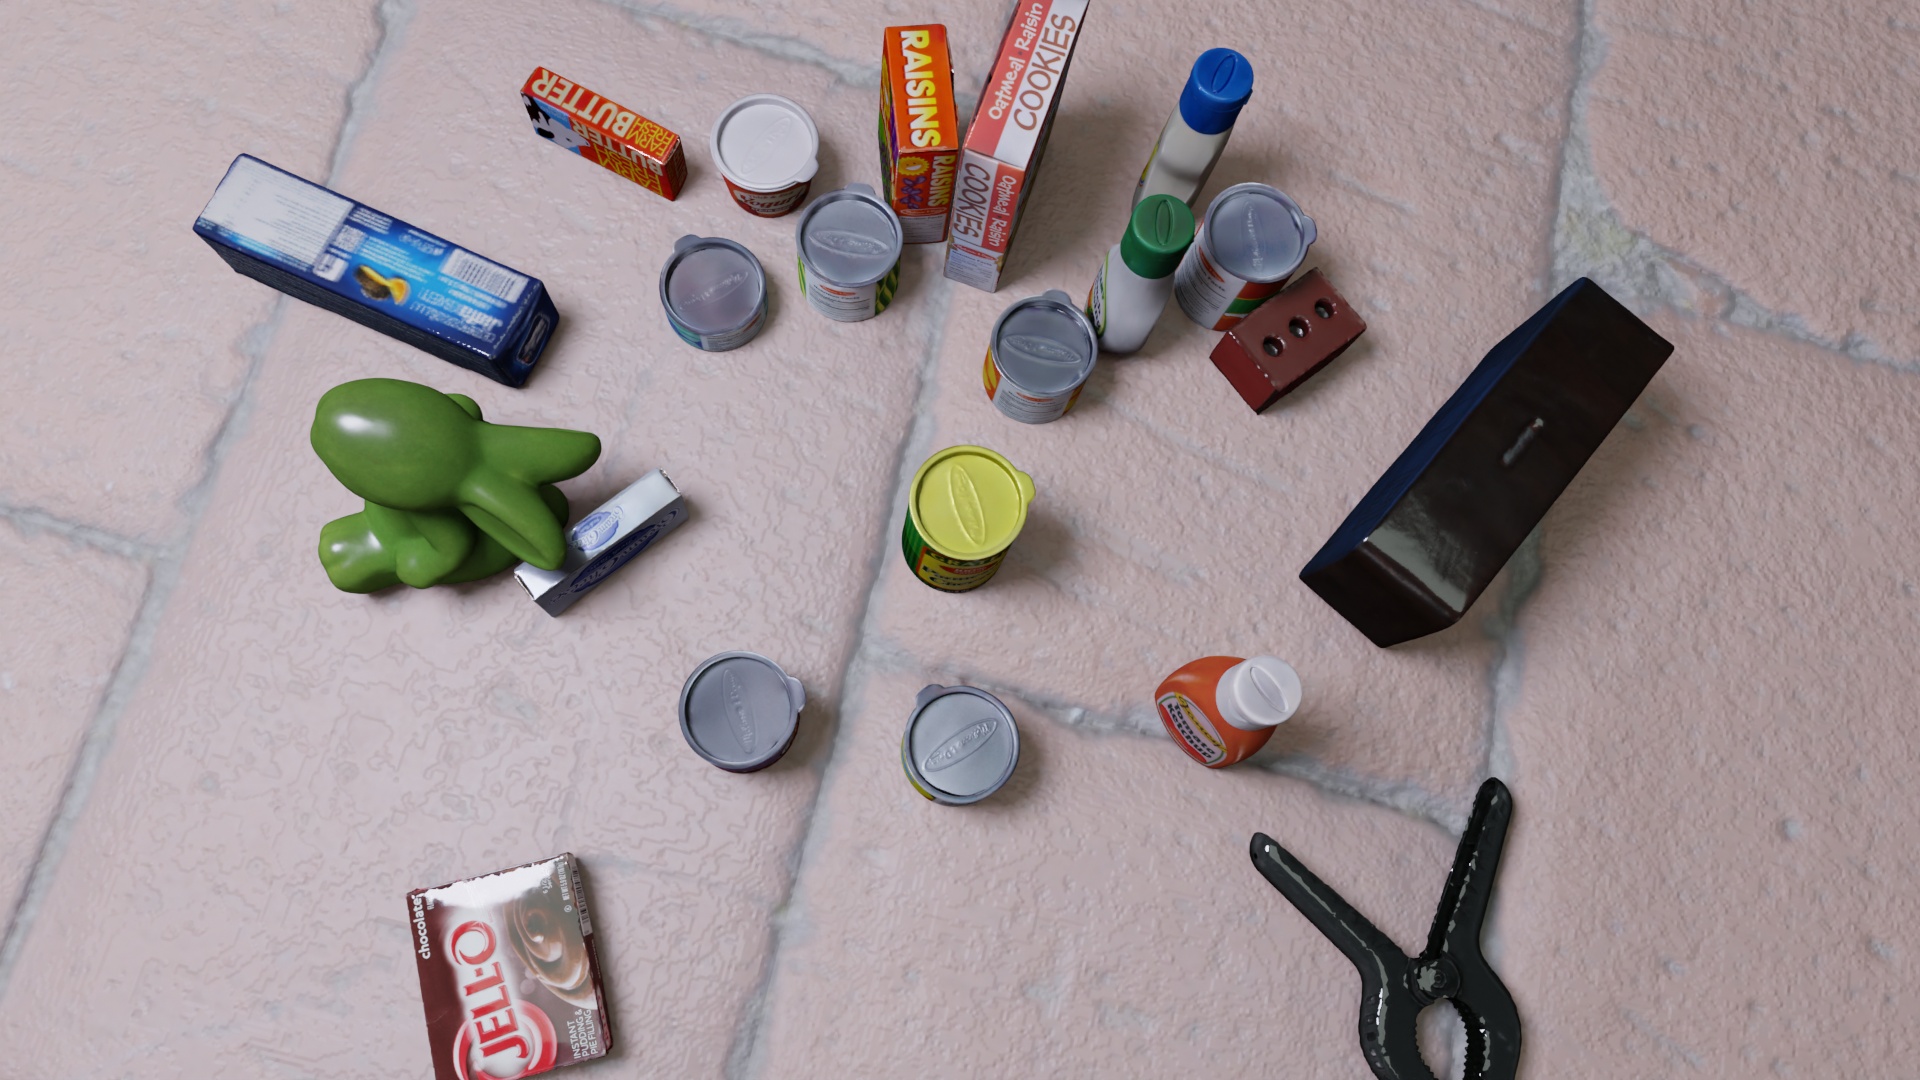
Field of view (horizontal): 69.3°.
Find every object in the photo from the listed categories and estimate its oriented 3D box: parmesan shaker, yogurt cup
[{"bbox_3d":[0.003,-0.010,0.817,0.071,0.103,0.071,1,76,-5],"label":"parmesan shaker"},{"bbox_3d":[-0.124,-0.243,0.890,0.072,0.054,0.072,1,76,-5],"label":"yogurt cup"}]

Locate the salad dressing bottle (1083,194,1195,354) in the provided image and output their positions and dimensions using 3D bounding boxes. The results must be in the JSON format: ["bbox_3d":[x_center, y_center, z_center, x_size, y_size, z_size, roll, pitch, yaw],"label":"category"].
[{"bbox_3d":[0.107,-0.160,0.841,0.044,0.147,0.064,6,76,-3],"label":"salad dressing bottle"}]

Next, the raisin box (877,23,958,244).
[{"bbox_3d":[-0.027,-0.249,0.864,0.040,0.123,0.086,-4,77,-6],"label":"raisin box"}]

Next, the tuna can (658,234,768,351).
[{"bbox_3d":[-0.156,-0.157,0.876,0.071,0.032,0.071,1,76,-5],"label":"tuna can"}]

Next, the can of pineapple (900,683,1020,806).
[{"bbox_3d":[-0.002,0.119,0.808,0.071,0.057,0.071,1,76,-5],"label":"can of pineapple"}]

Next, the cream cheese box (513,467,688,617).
[{"bbox_3d":[-0.210,0.001,0.821,0.104,0.053,0.024,-38,82,-13],"label":"cream cheese box"}]

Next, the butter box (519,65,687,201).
[{"bbox_3d":[-0.225,-0.259,0.886,0.103,0.053,0.024,27,76,2],"label":"butter box"}]

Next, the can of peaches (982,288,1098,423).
[{"bbox_3d":[0.049,-0.114,0.871,0.071,0.058,0.071,1,76,-5],"label":"can of peaches"}]

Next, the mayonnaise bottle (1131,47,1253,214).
[{"bbox_3d":[0.145,-0.251,0.867,0.041,0.147,0.065,27,76,2],"label":"mayonnaise bottle"}]

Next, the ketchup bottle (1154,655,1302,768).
[{"bbox_3d":[0.152,0.092,0.781,0.043,0.148,0.065,-36,82,-12],"label":"ketchup bottle"}]

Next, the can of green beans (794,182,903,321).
[{"bbox_3d":[-0.070,-0.179,0.877,0.071,0.057,0.071,1,76,-5],"label":"can of green beans"}]

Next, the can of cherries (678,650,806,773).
[{"bbox_3d":[-0.124,0.100,0.801,0.071,0.058,0.071,1,76,-5],"label":"can of cherries"}]

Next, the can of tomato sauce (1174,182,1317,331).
[{"bbox_3d":[0.179,-0.179,0.886,0.071,0.083,0.071,1,76,-5],"label":"can of tomato sauce"}]

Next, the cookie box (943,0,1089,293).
[{"bbox_3d":[0.030,-0.243,0.845,0.040,0.167,0.123,19,76,0],"label":"cookie box"}]
